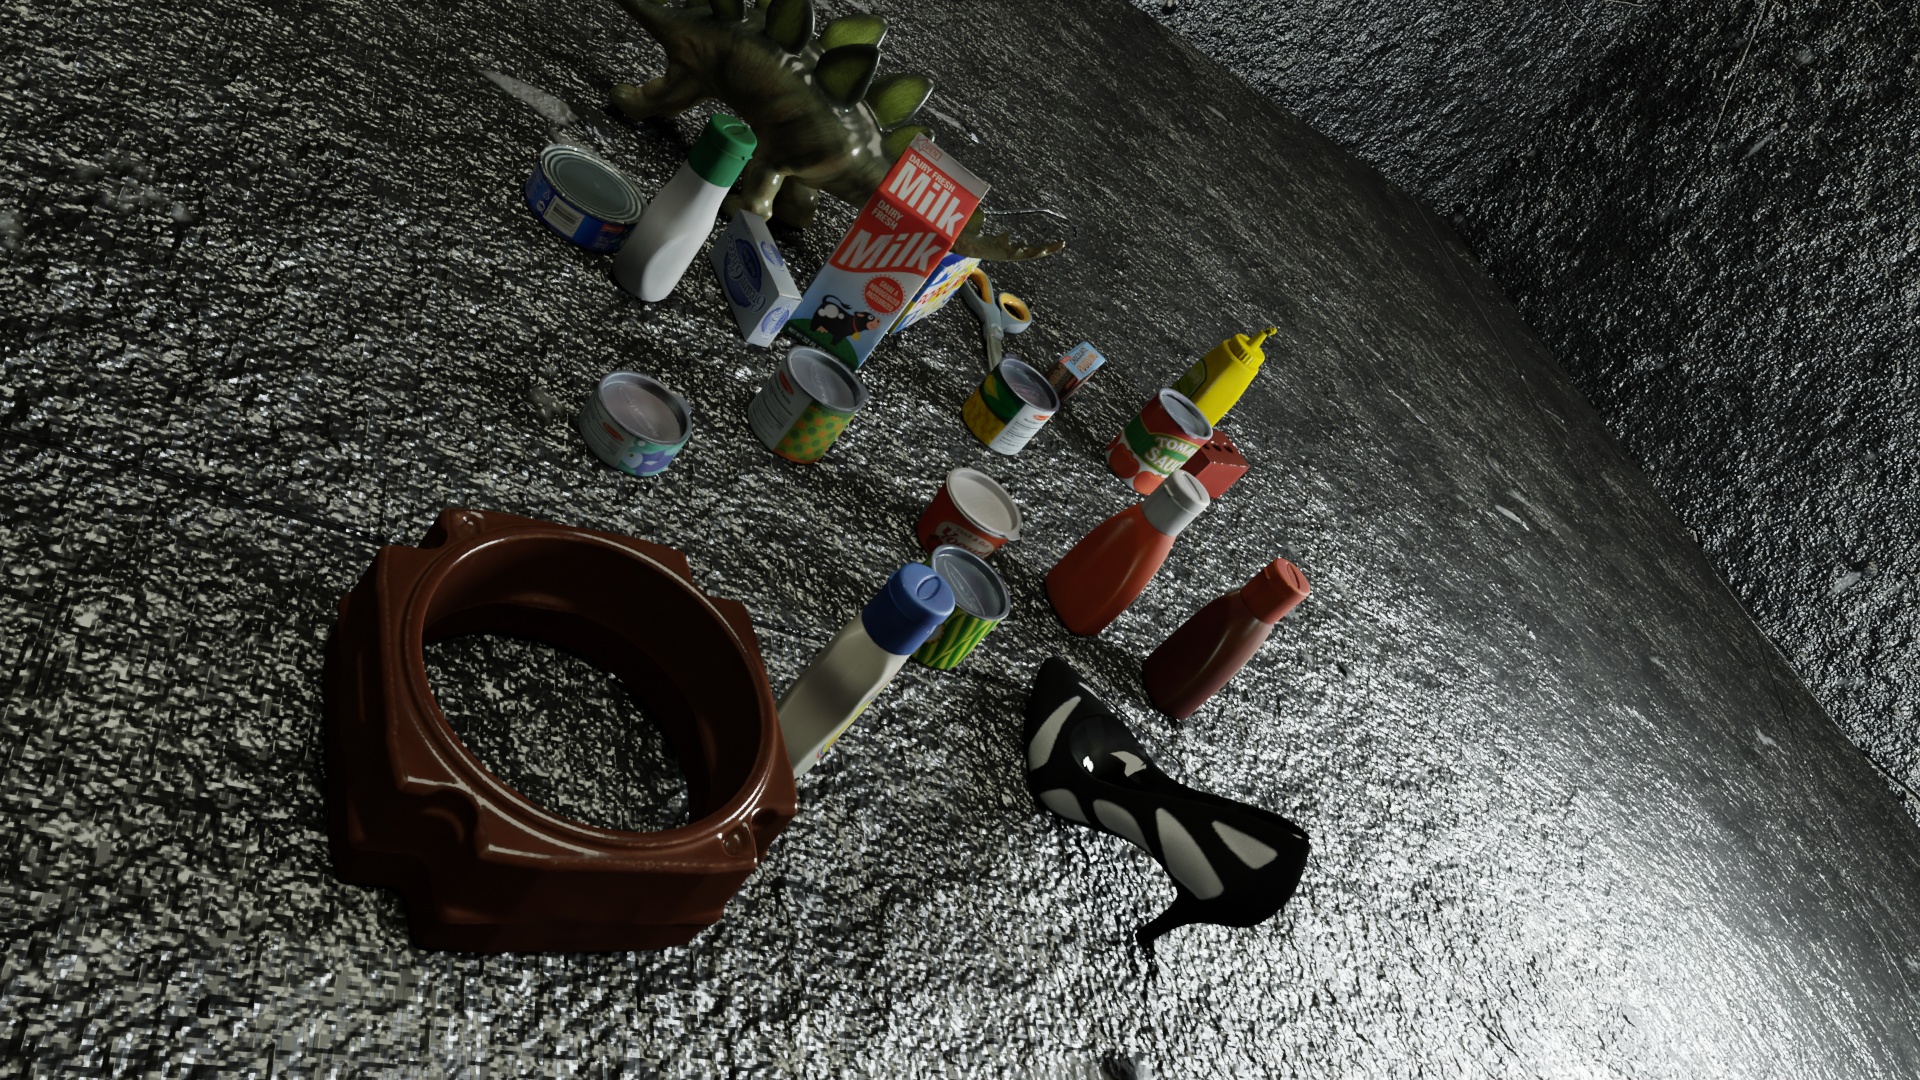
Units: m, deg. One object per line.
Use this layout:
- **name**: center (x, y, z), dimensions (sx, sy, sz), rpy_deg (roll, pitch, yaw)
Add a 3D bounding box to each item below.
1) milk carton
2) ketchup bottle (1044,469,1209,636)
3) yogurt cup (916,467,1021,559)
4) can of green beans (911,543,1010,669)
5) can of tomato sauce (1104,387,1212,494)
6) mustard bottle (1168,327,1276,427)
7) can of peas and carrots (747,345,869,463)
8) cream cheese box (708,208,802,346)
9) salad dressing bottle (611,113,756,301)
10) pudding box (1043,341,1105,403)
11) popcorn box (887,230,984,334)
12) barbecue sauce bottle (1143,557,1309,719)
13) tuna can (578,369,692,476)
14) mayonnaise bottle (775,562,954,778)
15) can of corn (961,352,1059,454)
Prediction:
- **milk carton**: center (-0.059, -0.231, 1.113), dimensions (0.072, 0.189, 0.074), rpy_deg (35, 31, -13)
- **ketchup bottle**: center (0.128, 0.007, 1.068), dimensions (0.043, 0.148, 0.065), rpy_deg (10, 43, -43)
- **yogurt cup**: center (0.004, -0.013, 1.043), dimensions (0.072, 0.053, 0.073), rpy_deg (29, 33, -21)
- **can of green beans**: center (-0.009, 0.046, 0.950), dimensions (0.071, 0.057, 0.071), rpy_deg (29, 33, -21)
- **can of tomato sauce**: center (0.189, -0.093, 1.328), dimensions (0.071, 0.082, 0.071), rpy_deg (29, 33, -21)
- **mustard bottle**: center (0.265, -0.166, 1.433), dimensions (0.049, 0.159, 0.065), rpy_deg (28, 33, -24)
- **can of peas and carrots**: center (-0.111, -0.098, 1.014), dimensions (0.071, 0.058, 0.071), rpy_deg (29, 33, -21)
- **cream cheese box**: center (-0.163, -0.207, 1.098), dimensions (0.024, 0.053, 0.104), rpy_deg (9, 44, -44)
- **salad dressing bottle**: center (-0.199, -0.240, 1.006), dimensions (0.044, 0.147, 0.064), rpy_deg (44, 30, 2)
- **pudding box**: center (0.104, -0.160, 1.349), dimensions (0.030, 0.049, 0.084), rpy_deg (44, 30, 3)
- **popcorn box**: center (-0.028, -0.242, 1.266), dimensions (0.038, 0.085, 0.127), rpy_deg (43, 30, 1)
- **barbecue sauce bottle**: center (0.204, 0.073, 1.072), dimensions (0.043, 0.148, 0.065), rpy_deg (27, 33, -24)
- **tuna can**: center (-0.209, -0.076, 0.899), dimensions (0.071, 0.032, 0.071), rpy_deg (29, 33, -21)
- **mayonnaise bottle**: center (-0.060, 0.072, 0.770), dimensions (0.041, 0.147, 0.065), rpy_deg (43, 30, 0)
- **can of corn**: center (0.042, -0.119, 1.218), dimensions (0.071, 0.058, 0.071), rpy_deg (29, 33, -21)
